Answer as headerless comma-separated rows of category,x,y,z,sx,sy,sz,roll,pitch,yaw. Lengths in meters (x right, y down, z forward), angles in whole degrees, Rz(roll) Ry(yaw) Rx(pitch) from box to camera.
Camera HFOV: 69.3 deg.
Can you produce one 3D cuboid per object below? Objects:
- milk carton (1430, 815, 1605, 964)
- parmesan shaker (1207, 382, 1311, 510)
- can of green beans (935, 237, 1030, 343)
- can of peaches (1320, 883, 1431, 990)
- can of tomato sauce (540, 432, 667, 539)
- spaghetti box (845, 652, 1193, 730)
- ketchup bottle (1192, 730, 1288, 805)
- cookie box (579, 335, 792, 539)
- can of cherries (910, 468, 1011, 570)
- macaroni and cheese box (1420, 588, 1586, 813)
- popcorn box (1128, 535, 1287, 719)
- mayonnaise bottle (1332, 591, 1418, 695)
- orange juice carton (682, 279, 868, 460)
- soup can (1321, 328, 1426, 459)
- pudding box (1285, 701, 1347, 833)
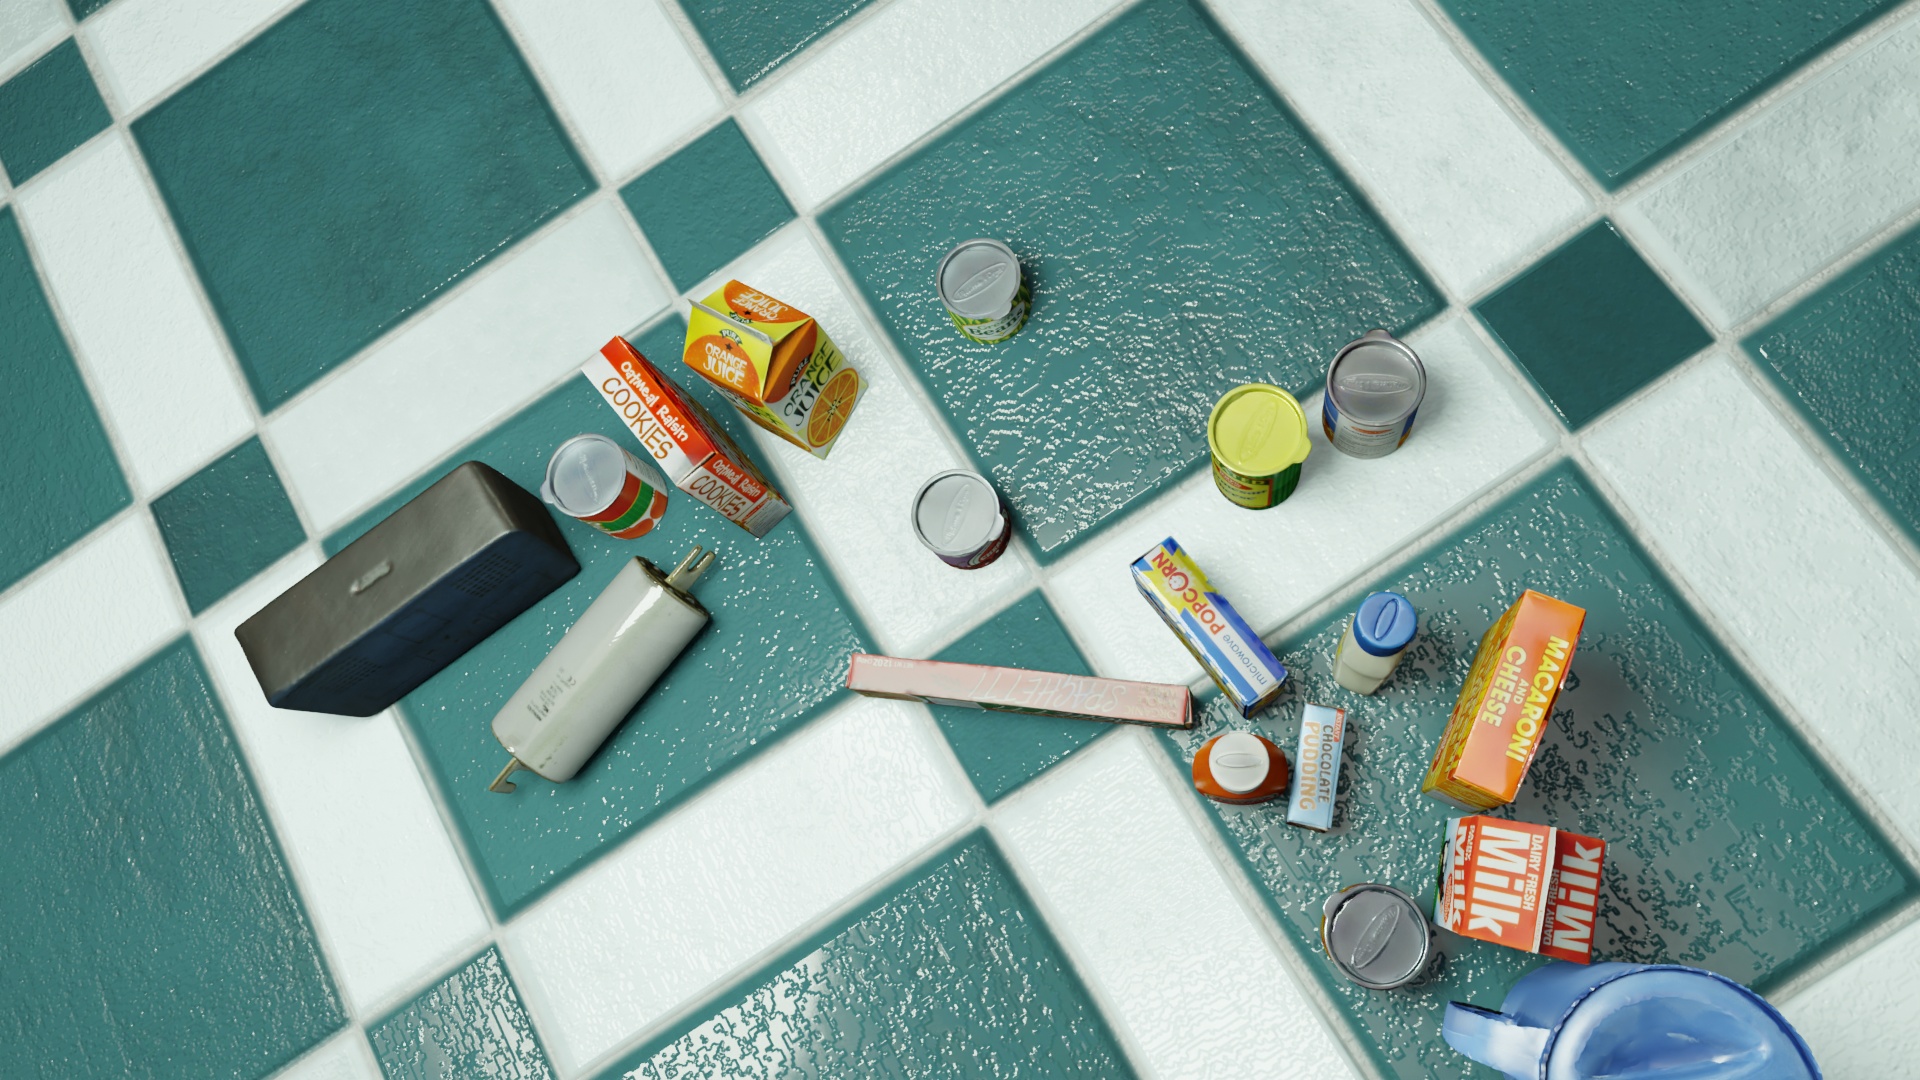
milk carton,0.339,0.211,0.847,0.073,0.190,0.072,10,79,14
parmesan shaker,0.213,-0.062,0.986,0.071,0.103,0.071,-3,76,11
can of green beans,0.019,-0.193,1.081,0.071,0.057,0.071,-3,76,11
can of peaches,0.271,0.259,0.919,0.071,0.058,0.071,-3,76,11
can of tomato sauce,-0.278,-0.040,1.091,0.071,0.083,0.071,-3,76,11
spaghetti box,0.044,0.110,1.006,0.250,0.050,0.029,4,78,13
ketchup bottle,0.184,0.150,0.916,0.065,0.148,0.043,-3,77,11
cookie box,-0.201,-0.074,1.040,0.040,0.167,0.123,-42,73,0
can of cherries,0.004,-0.013,1.040,0.071,0.058,0.071,-3,76,11
macaroni and cheese box,0.343,0.107,0.884,0.040,0.166,0.124,22,82,16
popcorn box,0.174,0.062,0.973,0.038,0.085,0.127,-39,72,1
mayonnaise bottle,0.275,0.064,0.919,0.041,0.148,0.065,25,83,16
orange juice carton,-0.139,-0.130,1.028,0.072,0.192,0.073,28,84,16
soup can,0.293,-0.103,0.989,0.071,0.083,0.071,-3,76,11
pudding box,0.244,0.157,0.954,0.030,0.049,0.084,9,79,14
